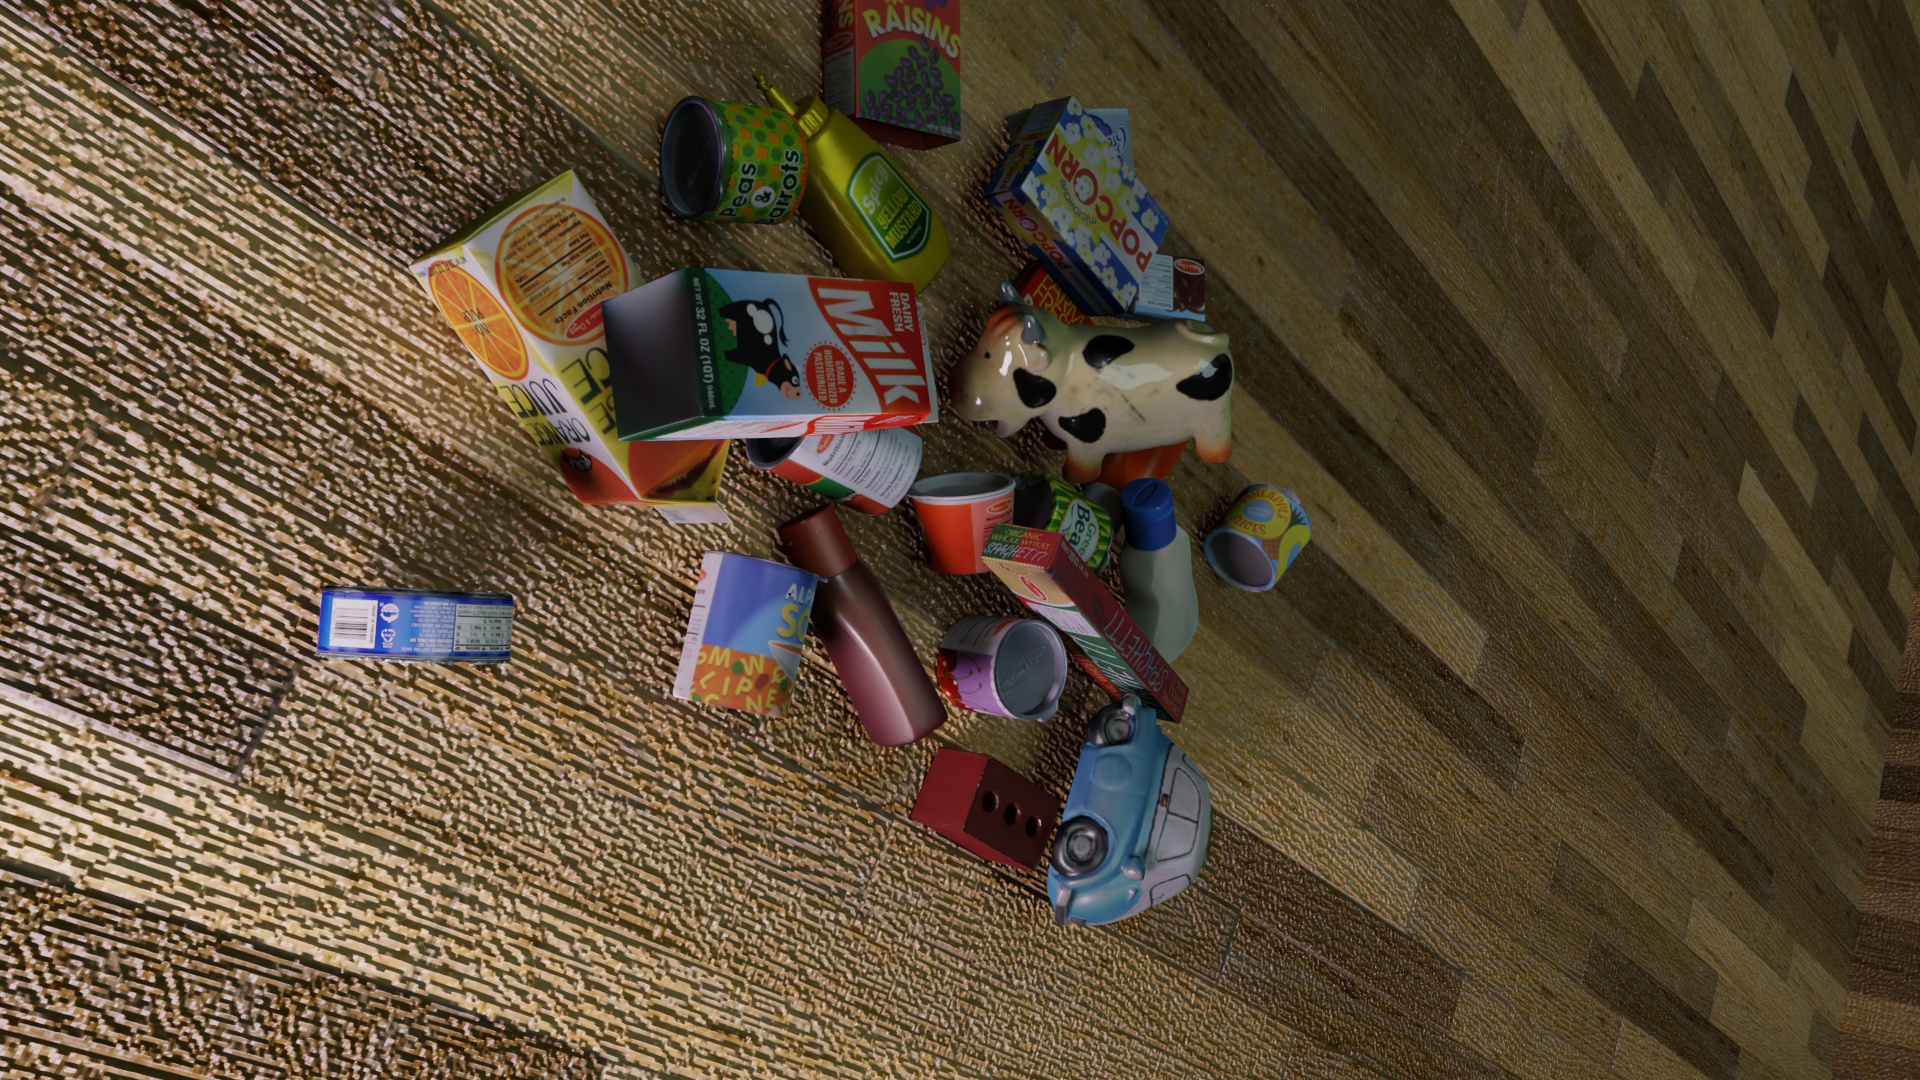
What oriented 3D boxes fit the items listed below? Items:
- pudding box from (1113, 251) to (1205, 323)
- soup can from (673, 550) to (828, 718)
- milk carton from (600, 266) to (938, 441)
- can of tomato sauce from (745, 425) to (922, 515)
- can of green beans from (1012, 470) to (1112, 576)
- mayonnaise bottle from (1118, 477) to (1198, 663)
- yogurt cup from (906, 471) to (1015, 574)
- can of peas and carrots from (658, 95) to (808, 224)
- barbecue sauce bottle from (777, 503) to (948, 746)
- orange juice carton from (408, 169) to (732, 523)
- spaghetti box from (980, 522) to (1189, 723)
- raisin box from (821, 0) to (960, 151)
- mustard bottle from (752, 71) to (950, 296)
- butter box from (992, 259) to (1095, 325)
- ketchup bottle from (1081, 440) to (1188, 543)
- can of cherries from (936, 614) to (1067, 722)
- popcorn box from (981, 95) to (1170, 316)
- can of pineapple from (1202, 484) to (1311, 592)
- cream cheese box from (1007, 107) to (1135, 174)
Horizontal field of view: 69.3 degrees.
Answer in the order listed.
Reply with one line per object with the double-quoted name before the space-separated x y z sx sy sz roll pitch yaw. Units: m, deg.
"pudding box" 0.146 -0.188 1.038 0.084 0.030 0.049 -1 90 -41
"soup can" -0.118 0.054 0.782 0.071 0.071 0.084 18 79 -40
"milk carton" -0.081 -0.094 0.719 0.191 0.073 0.072 -6 88 -47
"can of tomato sauce" -0.075 -0.059 0.823 0.083 0.071 0.071 26 74 -39
"can of green beans" 0.059 -0.007 0.938 0.058 0.071 0.071 29 72 -38
"mayonnaise bottle" 0.139 0.021 0.994 0.065 0.041 0.147 -47 140 -32
"yogurt cup" 0.003 -0.011 0.892 0.073 0.072 0.053 -18 111 -40
"can of peas and carrots" -0.125 -0.209 0.773 0.059 0.071 0.071 -7 95 -41
"barbecue sauce bottle" -0.062 0.051 0.838 0.044 0.064 0.148 -32 102 -31
"orange juice carton" -0.187 -0.084 0.719 0.073 0.071 0.192 -46 118 -31
"spaghetti box" 0.091 0.061 0.936 0.249 0.050 0.029 47 61 -49
"raisin box" -0.043 -0.314 0.865 0.086 0.040 0.123 -1 90 -40
"mustard bottle" -0.071 -0.215 0.834 0.160 0.049 0.065 47 60 -31
"butter box" 0.069 -0.143 0.974 0.103 0.024 0.053 49 60 -31
"ketchup bottle" 0.124 -0.059 1.009 0.064 0.043 0.149 45 62 -28
"can of cherries" 0.027 0.085 0.917 0.071 0.058 0.071 0 90 -42
"popcorn box" 0.082 -0.224 0.942 0.126 0.038 0.085 42 65 -34
"can of pineapple" 0.233 -0.003 1.089 0.058 0.071 0.070 -46 119 -30
"cream cheese box" 0.080 -0.278 0.982 0.104 0.024 0.053 -15 102 -40
